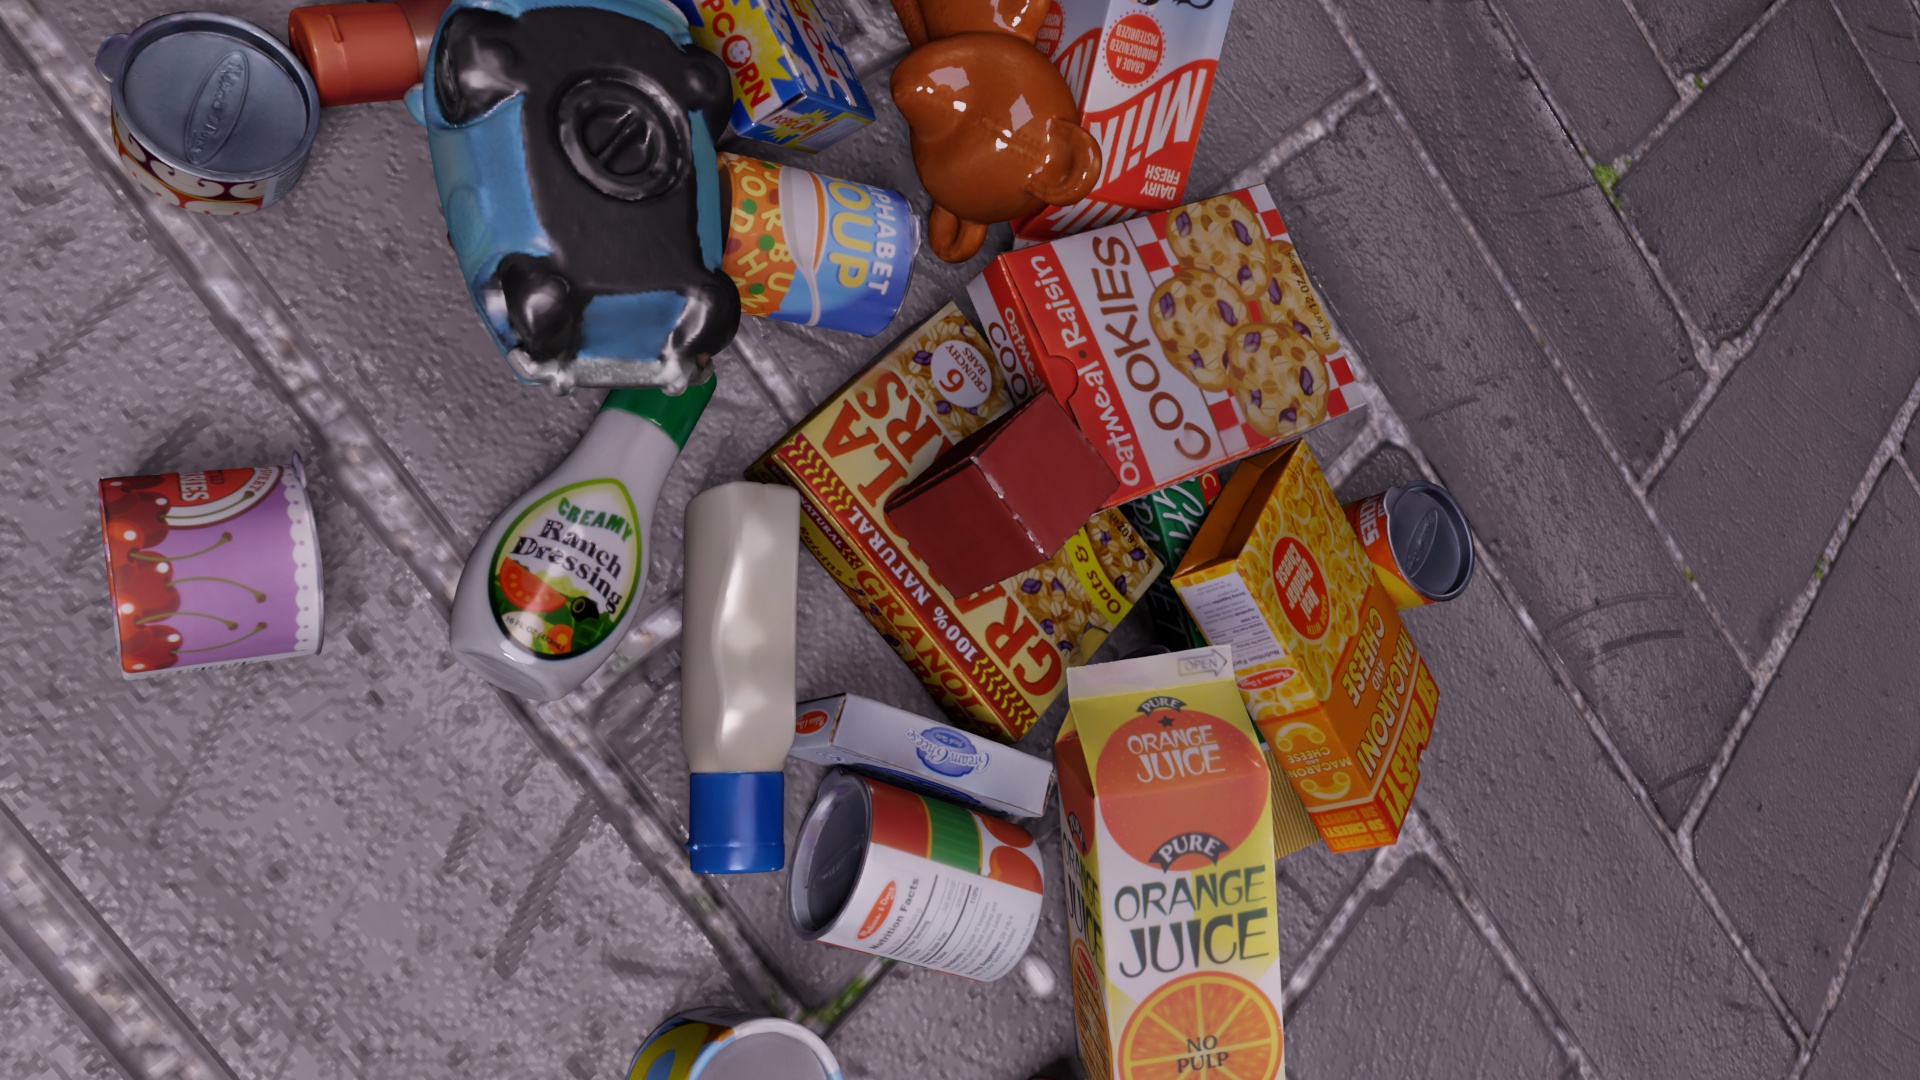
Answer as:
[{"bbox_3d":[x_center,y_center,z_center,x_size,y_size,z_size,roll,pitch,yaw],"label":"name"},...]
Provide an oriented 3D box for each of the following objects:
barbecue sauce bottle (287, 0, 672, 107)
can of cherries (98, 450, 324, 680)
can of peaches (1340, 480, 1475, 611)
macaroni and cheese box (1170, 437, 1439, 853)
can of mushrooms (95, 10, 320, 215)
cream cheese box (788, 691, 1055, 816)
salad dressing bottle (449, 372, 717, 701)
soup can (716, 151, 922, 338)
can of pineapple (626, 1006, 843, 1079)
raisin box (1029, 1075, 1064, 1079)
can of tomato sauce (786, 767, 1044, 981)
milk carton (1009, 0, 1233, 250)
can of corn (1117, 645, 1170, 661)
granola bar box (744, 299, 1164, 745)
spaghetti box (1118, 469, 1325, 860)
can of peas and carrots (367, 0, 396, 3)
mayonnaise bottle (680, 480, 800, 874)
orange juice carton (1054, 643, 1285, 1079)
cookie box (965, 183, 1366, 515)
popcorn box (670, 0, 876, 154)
[{"bbox_3d":[-0.189,-0.201,0.564,0.149,0.043,0.065,-18,83,-33],"label":"barbecue sauce bottle"},{"bbox_3d":[-0.246,0.007,0.455,0.058,0.071,0.071,-7,80,-32],"label":"can of cherries"},{"bbox_3d":[0.234,0.004,0.758,0.071,0.058,0.071,9,73,-29],"label":"can of peaches"},{"bbox_3d":[0.177,0.050,0.689,0.166,0.040,0.124,57,39,-15],"label":"macaroni and cheese box"},{"bbox_3d":[-0.273,-0.155,0.505,0.071,0.033,0.071,9,73,-30],"label":"can of mushrooms"},{"bbox_3d":[-0.018,0.091,0.581,0.104,0.053,0.024,23,70,-24],"label":"cream cheese box"},{"bbox_3d":[-0.142,-0.012,0.539,0.064,0.044,0.148,32,62,-19],"label":"salad dressing bottle"},{"bbox_3d":[-0.069,-0.128,0.600,0.084,0.071,0.071,6,74,-30],"label":"soup can"},{"bbox_3d":[-0.083,0.208,0.505,0.071,0.057,0.071,9,72,-30],"label":"can of pineapple"},{"bbox_3d":[0.011,0.285,0.553,0.124,0.040,0.086,-23,90,-35],"label":"raisin box"},{"bbox_3d":[-0.018,0.136,0.562,0.083,0.071,0.071,22,66,-25],"label":"can of tomato sauce"},{"bbox_3d":[0.075,-0.227,0.688,0.072,0.073,0.189,2,110,-31],"label":"milk carton"},{"bbox_3d":[0.088,0.094,0.638,0.058,0.071,0.071,45,58,-14],"label":"can of corn"},{"bbox_3d":[0.002,-0.008,0.629,0.165,0.039,0.125,50,57,-10],"label":"granola bar box"},{"bbox_3d":[0.122,0.037,0.697,0.050,0.028,0.250,-12,83,-34],"label":"spaghetti box"},{"bbox_3d":[-0.224,-0.256,0.545,0.071,0.070,0.058,-41,99,-33],"label":"can of peas and carrots"},{"bbox_3d":[-0.087,0.054,0.546,0.041,0.064,0.148,4,78,-28],"label":"mayonnaise bottle"},{"bbox_3d":[0.084,0.140,0.573,0.072,0.073,0.192,-6,99,-9],"label":"orange juice carton"},{"bbox_3d":[0.100,-0.092,0.658,0.168,0.040,0.123,-21,85,-29],"label":"cookie box"},{"bbox_3d":[-0.093,-0.238,0.612,0.126,0.038,0.085,64,19,-1],"label":"popcorn box"}]
